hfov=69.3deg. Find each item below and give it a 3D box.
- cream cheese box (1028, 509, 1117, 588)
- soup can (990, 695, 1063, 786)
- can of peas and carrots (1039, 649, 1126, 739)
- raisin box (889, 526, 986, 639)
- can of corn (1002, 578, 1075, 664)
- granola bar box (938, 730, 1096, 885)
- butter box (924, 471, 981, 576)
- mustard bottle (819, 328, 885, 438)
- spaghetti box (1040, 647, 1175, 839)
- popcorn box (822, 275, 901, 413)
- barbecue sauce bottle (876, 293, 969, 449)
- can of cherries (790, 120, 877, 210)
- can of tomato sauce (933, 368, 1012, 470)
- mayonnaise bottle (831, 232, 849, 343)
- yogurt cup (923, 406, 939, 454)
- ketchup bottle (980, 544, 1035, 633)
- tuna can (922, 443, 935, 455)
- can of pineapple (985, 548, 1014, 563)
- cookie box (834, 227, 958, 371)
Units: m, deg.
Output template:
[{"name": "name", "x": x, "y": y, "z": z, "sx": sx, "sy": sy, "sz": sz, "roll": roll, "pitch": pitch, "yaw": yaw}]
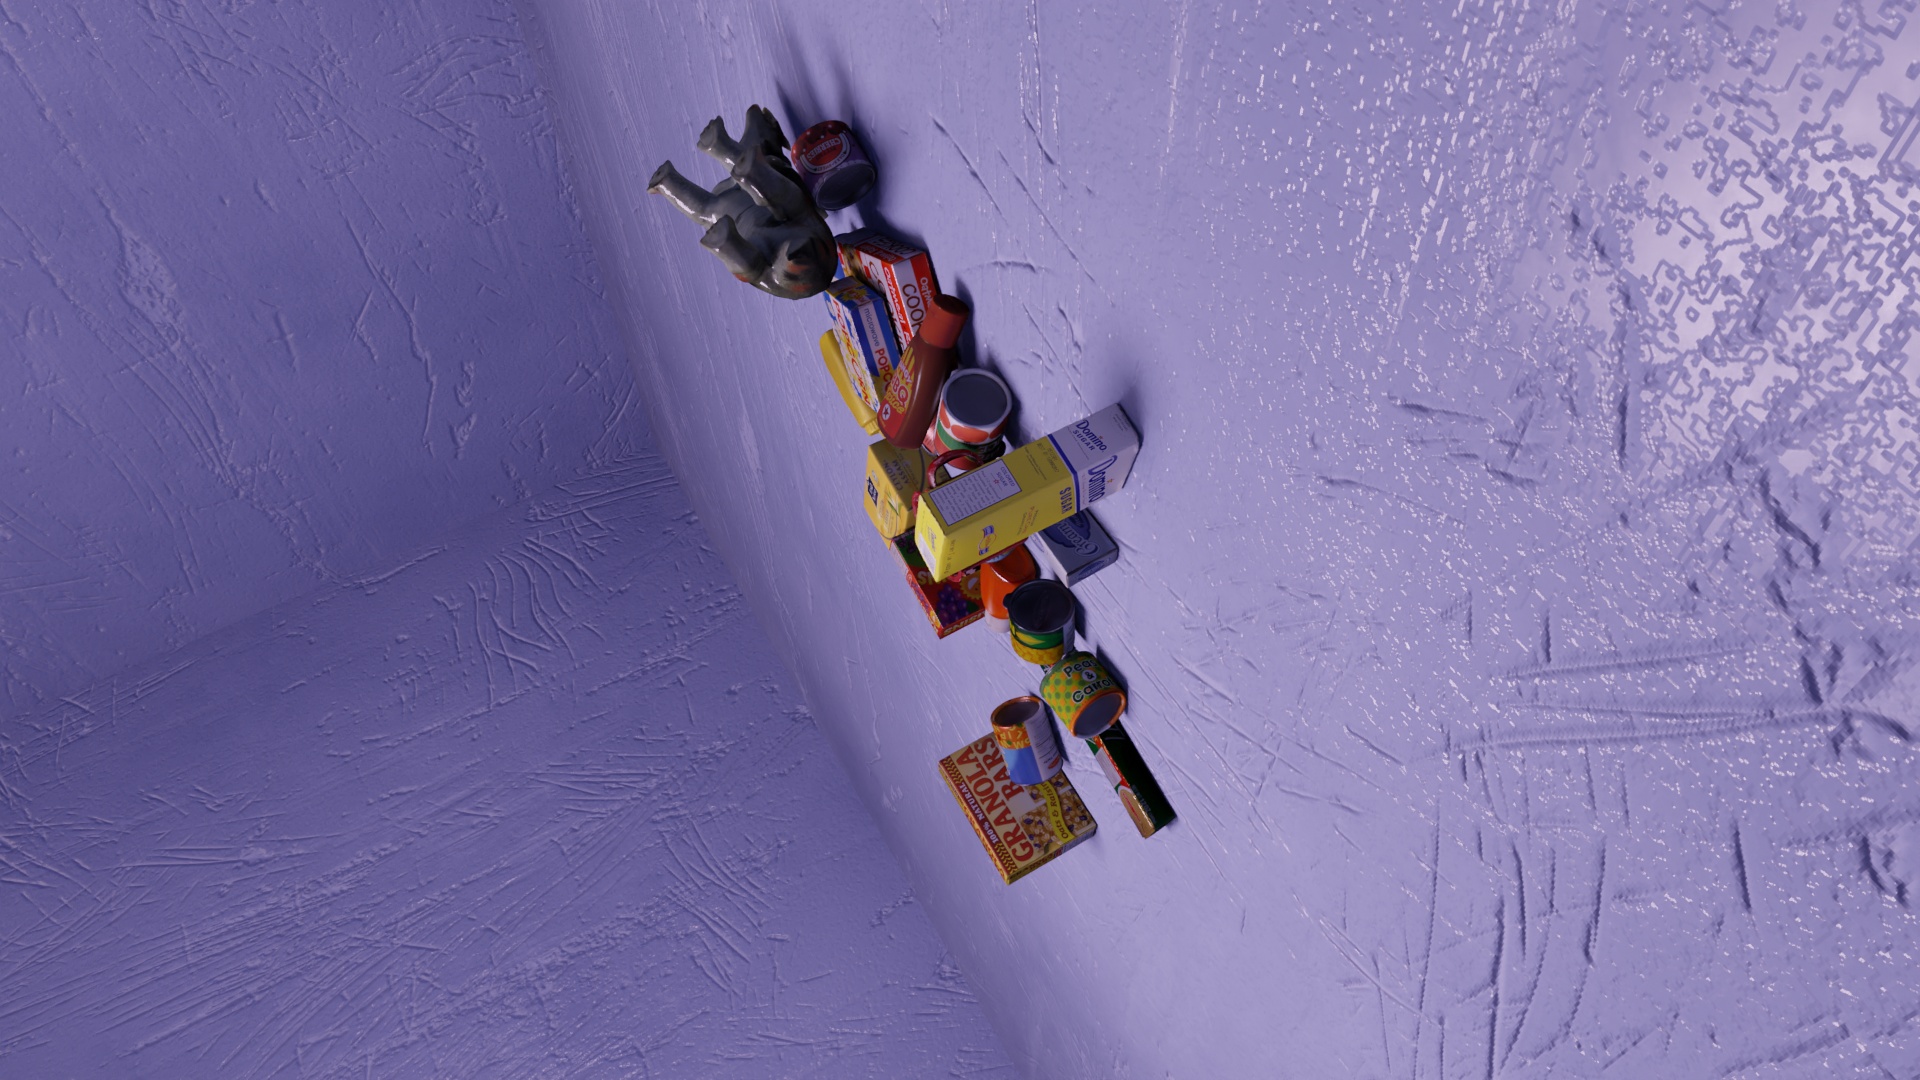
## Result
[{"name": "cream cheese box", "x": 0.089, "y": -0.011, "z": 1.228, "sx": 0.104, "sy": 0.053, "sz": 0.024, "roll": 55, "pitch": 163, "yaw": 31}, {"name": "soup can", "x": 0.075, "y": 0.234, "z": 1.624, "sx": 0.071, "sy": 0.071, "sz": 0.083, "roll": 31, "pitch": 143, "yaw": 63}, {"name": "can of peas and carrots", "x": 0.120, "y": 0.149, "z": 1.354, "sx": 0.059, "sy": 0.071, "sz": 0.070, "roll": 51, "pitch": 160, "yaw": 37}, {"name": "raisin box", "x": -0.015, "y": 0.038, "z": 1.581, "sx": 0.123, "sy": 0.086, "sz": 0.040, "roll": 59, "pitch": 162, "yaw": 17}, {"name": "can of corn", "x": 0.078, "y": 0.081, "z": 1.375, "sx": 0.071, "sy": 0.071, "sz": 0.058, "roll": 53, "pitch": 161, "yaw": 36}, {"name": "granola bar box", "x": 0.067, "y": 0.308, "z": 1.664, "sx": 0.166, "sy": 0.124, "sz": 0.039, "roll": 56, "pitch": 163, "yaw": 26}, {"name": "butter box", "x": 0.005, "y": -0.019, "z": 1.488, "sx": 0.024, "sy": 0.053, "sz": 0.103, "roll": 13, "pitch": 127, "yaw": 68}, {"name": "mustard bottle", "x": -0.113, "y": -0.175, "z": 1.636, "sx": 0.160, "sy": 0.049, "sz": 0.065, "roll": 63, "pitch": 165, "yaw": 2}, {"name": "spaghetti box", "x": 0.138, "y": 0.185, "z": 1.419, "sx": 0.250, "sy": 0.029, "sz": 0.050, "roll": 59, "pitch": 164, "yaw": 17}, {"name": "popcorn box", "x": -0.094, "y": -0.197, "z": 1.407, "sx": 0.085, "sy": 0.038, "sz": 0.126, "roll": 43, "pitch": 155, "yaw": 54}, {"name": "barbecue sauce bottle", "x": -0.034, "y": -0.161, "z": 1.308, "sx": 0.147, "sy": 0.044, "sz": 0.065, "roll": -64, "pitch": 35, "yaw": 33}, {"name": "can of cherries", "x": -0.124, "y": -0.364, "z": 1.342, "sx": 0.058, "sy": 0.072, "sz": 0.071, "roll": 61, "pitch": 164, "yaw": 16}, {"name": "can of tomato sauce", "x": 0.013, "y": -0.112, "z": 1.299, "sx": 0.071, "sy": 0.071, "sz": 0.082, "roll": 59, "pitch": 163, "yaw": 18}, {"name": "mayonnaise bottle", "x": -0.121, "y": -0.271, "z": 1.529, "sx": 0.065, "sy": 0.041, "sz": 0.147, "roll": 53, "pitch": 160, "yaw": 30}, {"name": "yogurt cup", "x": -0.020, "y": -0.123, "z": 1.392, "sx": 0.054, "sy": 0.072, "sz": 0.072, "roll": 53, "pitch": 163, "yaw": 9}, {"name": "ketchup bottle", "x": 0.047, "y": 0.053, "z": 1.481, "sx": 0.065, "sy": 0.044, "sz": 0.148, "roll": 54, "pitch": 162, "yaw": 23}, {"name": "tuna can", "x": -0.027, "y": -0.124, "z": 1.465, "sx": 0.071, "sy": 0.033, "sz": 0.070, "roll": 56, "pitch": 162, "yaw": 28}, {"name": "can of pineapple", "x": 0.024, "y": -0.018, "z": 1.398, "sx": 0.071, "sy": 0.071, "sz": 0.057, "roll": 54, "pitch": 161, "yaw": 31}, {"name": "cookie box", "x": -0.065, "y": -0.241, "z": 1.398, "sx": 0.168, "sy": 0.040, "sz": 0.122, "roll": 39, "pitch": 151, "yaw": 59}]
